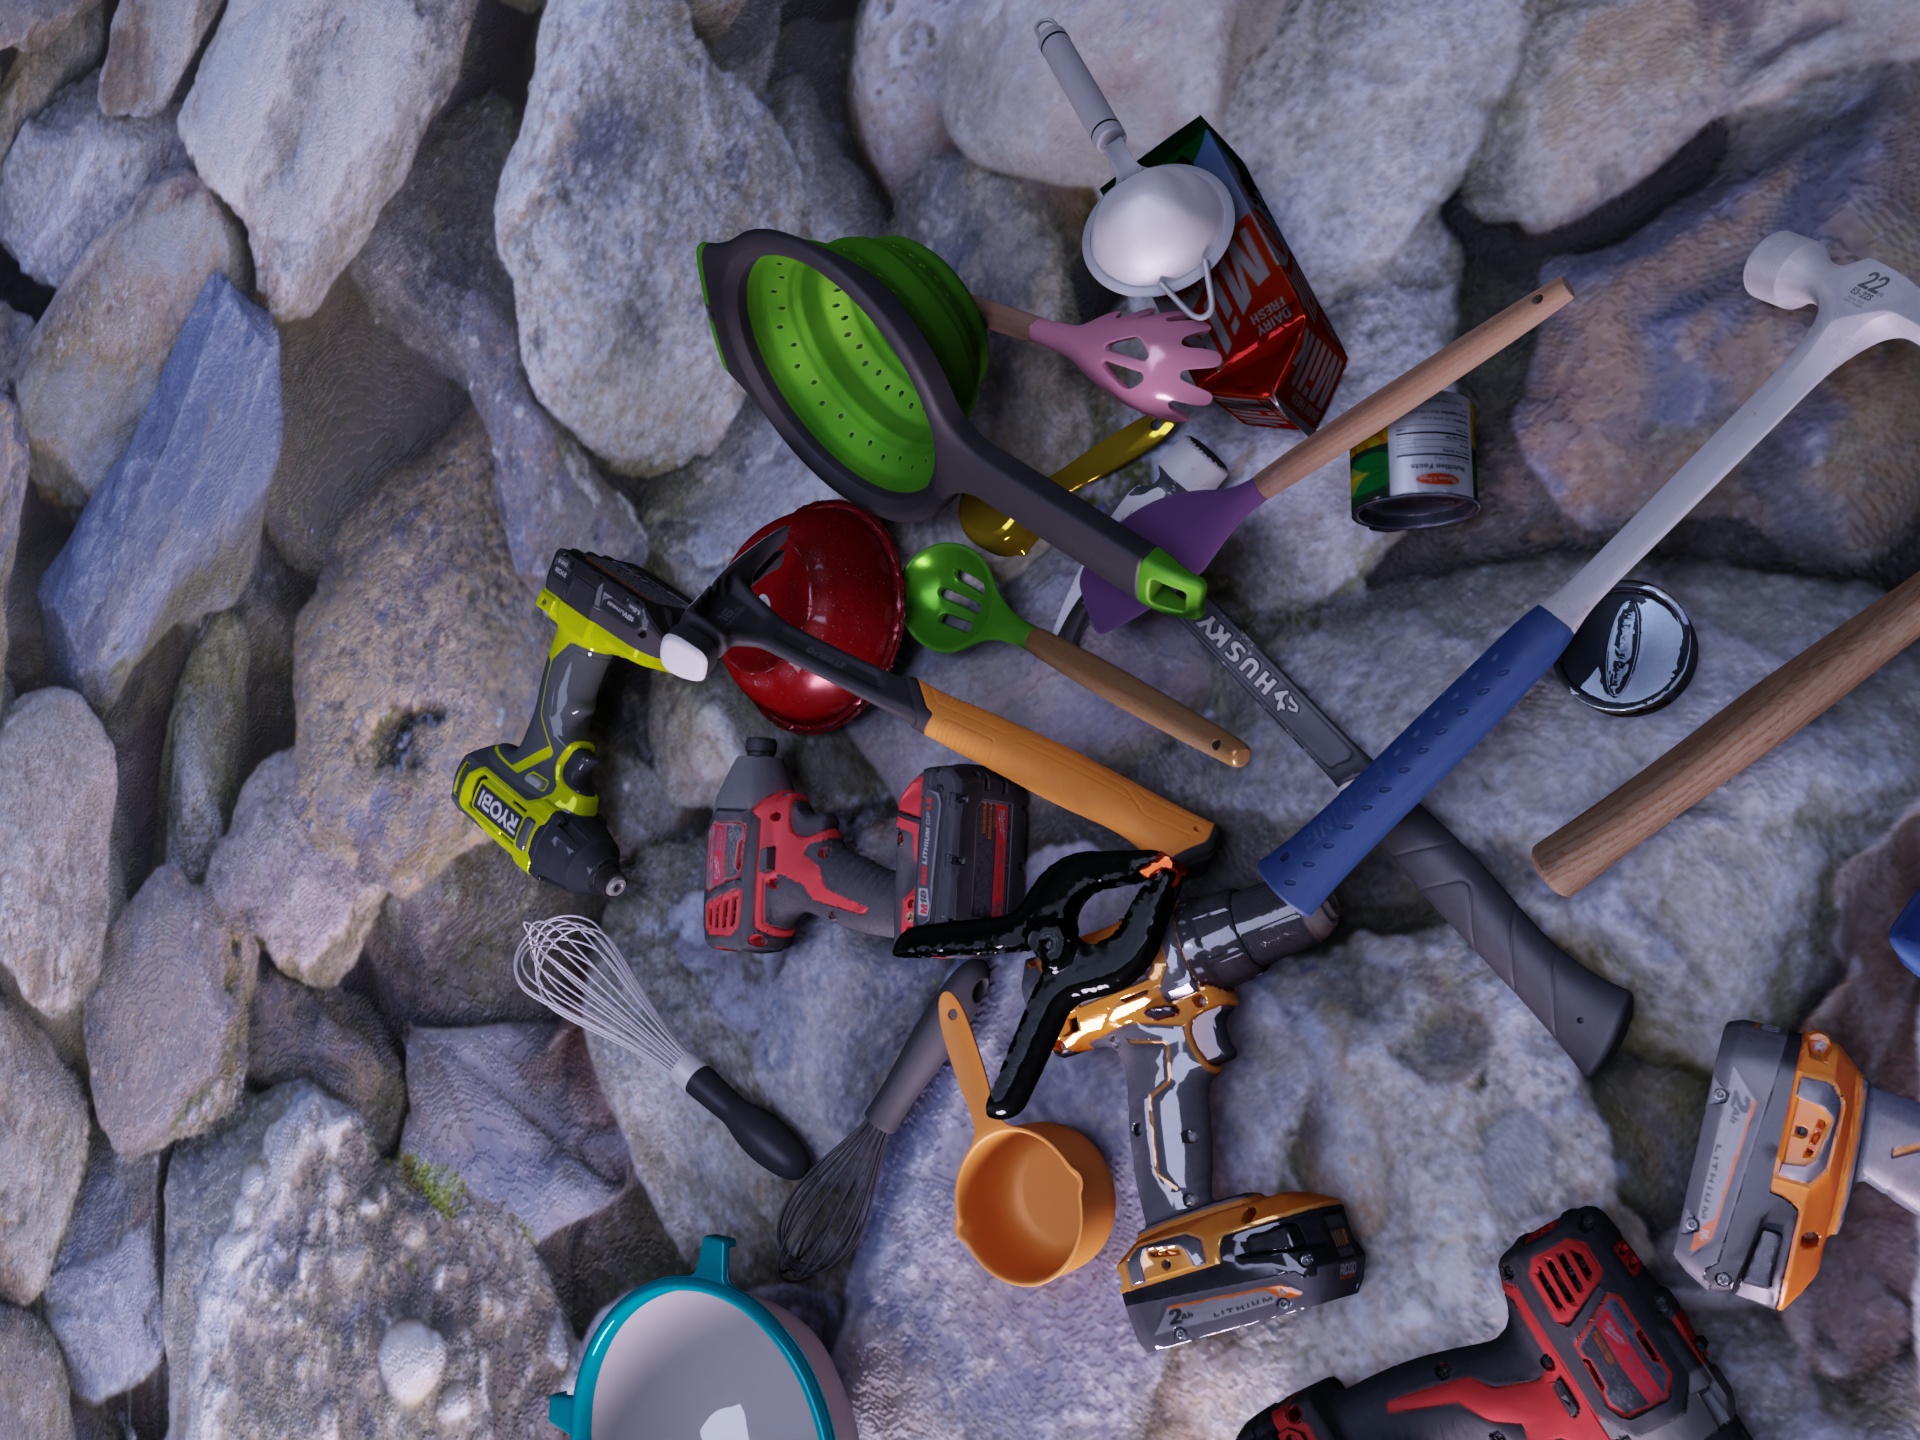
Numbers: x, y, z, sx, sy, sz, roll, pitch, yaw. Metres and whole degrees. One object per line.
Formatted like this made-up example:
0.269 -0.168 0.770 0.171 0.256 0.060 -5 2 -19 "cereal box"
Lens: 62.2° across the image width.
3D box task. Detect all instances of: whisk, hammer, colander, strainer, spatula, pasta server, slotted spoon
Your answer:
-0.046 0.249 0.988 0.055 0.055 0.239 35 97 31 "whisk"
0.401 -0.024 0.728 0.031 0.130 0.331 40 117 -9 "hammer"
0.009 -0.188 0.953 0.397 0.204 0.094 36 64 26 "colander"
0.086 -0.330 0.911 0.087 0.050 0.259 -27 57 9 "strainer"
0.300 -0.055 0.771 0.405 0.035 0.144 -48 35 13 "hammer"
-0.098 0.488 0.954 0.211 0.095 0.341 -48 64 20 "strainer"
-0.206 0.221 1.084 0.285 0.070 0.070 33 100 27 "whisk"
0.181 -0.140 0.850 0.316 0.018 0.060 -32 62 36 "spatula"
0.204 0.025 0.871 0.149 0.036 0.409 -48 62 18 "hammer"
0.039 -0.243 0.974 0.316 0.040 0.060 34 119 49 "pasta server"
-0.001 -0.003 0.934 0.337 0.127 0.034 27 137 9 "hammer"
0.058 -0.036 0.925 0.314 0.031 0.070 33 106 50 "slotted spoon"

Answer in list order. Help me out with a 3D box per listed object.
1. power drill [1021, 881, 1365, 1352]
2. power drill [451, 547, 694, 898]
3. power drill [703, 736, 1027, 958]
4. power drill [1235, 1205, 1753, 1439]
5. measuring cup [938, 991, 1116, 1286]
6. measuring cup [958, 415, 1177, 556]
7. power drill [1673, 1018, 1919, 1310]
0.144 0.202 0.858 0.185 0.084 0.226 -27 65 24 "power drill"
-0.267 0.005 1.142 0.171 0.080 0.223 32 103 32 "power drill"
-0.071 0.080 1.010 0.220 0.078 0.143 -2 82 34 "power drill"
0.266 0.365 0.759 0.226 0.080 0.188 -38 65 18 "power drill"
0.032 0.239 0.933 0.095 0.052 0.174 -34 65 29 "measuring cup"
0.064 -0.154 0.985 0.156 0.029 0.062 -28 69 28 "measuring cup"
0.432 0.228 0.674 0.226 0.084 0.164 12 90 29 "power drill"
